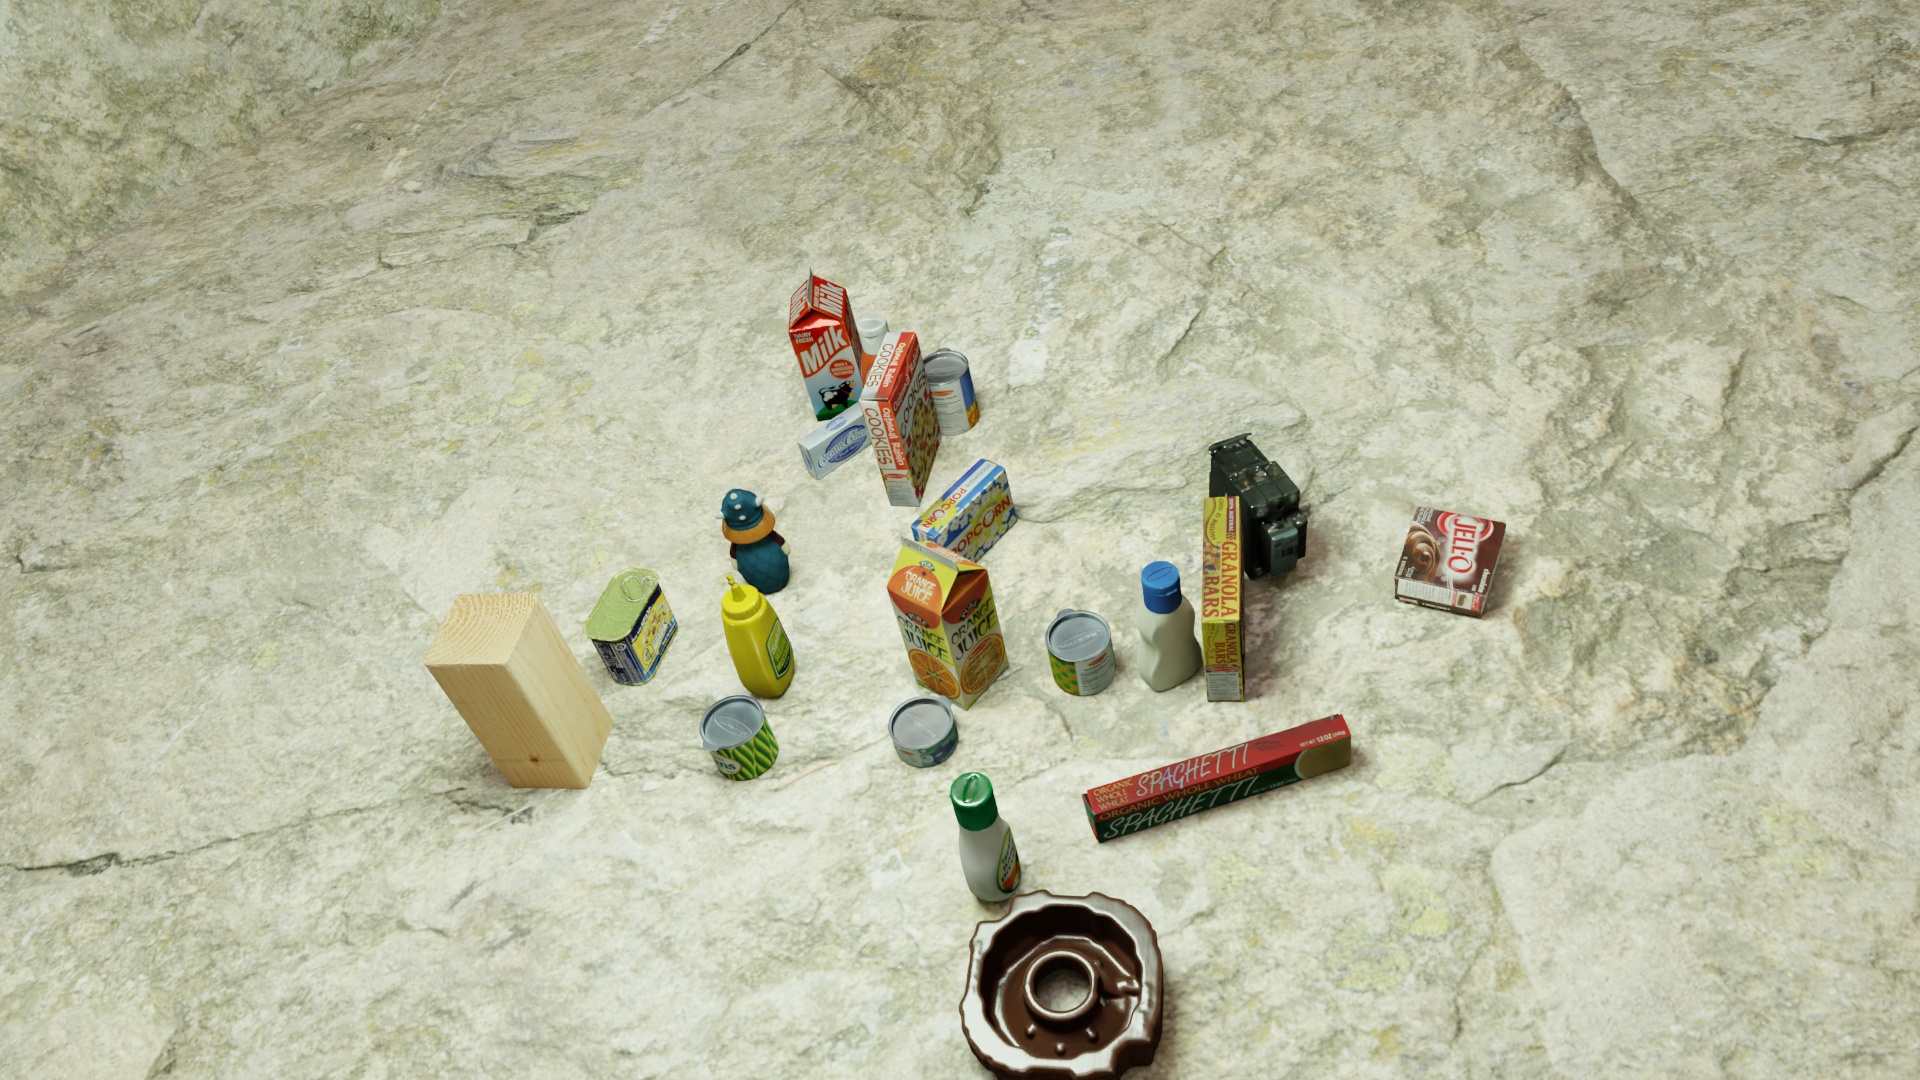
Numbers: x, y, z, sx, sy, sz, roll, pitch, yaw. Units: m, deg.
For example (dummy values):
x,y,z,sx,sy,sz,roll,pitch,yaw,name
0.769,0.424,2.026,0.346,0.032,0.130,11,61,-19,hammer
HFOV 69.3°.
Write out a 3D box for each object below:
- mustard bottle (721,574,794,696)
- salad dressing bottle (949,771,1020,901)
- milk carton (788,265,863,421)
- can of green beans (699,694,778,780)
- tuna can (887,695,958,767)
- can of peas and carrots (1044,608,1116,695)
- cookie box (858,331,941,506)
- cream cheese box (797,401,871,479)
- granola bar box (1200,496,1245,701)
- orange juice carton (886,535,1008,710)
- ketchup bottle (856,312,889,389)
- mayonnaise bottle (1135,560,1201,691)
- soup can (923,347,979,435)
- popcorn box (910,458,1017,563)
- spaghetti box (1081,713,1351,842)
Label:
x,y,z,sx,sy,sz,roll,pitch,yaw,name
-0.213,0.093,1.424,0.049,0.159,0.066,2,46,15,mustard bottle
0.021,0.259,1.212,0.044,0.147,0.064,6,48,19,salad dressing bottle
-0.165,-0.245,1.728,0.073,0.189,0.073,-9,45,6,milk carton
-0.222,0.198,1.395,0.071,0.057,0.071,-7,45,7,can of green beans
-0.035,0.188,1.378,0.071,0.032,0.071,-7,45,7,tuna can
0.120,0.112,1.397,0.071,0.058,0.071,-7,45,7,can of peas and carrots
-0.066,-0.141,1.617,0.040,0.166,0.123,2,47,16,cookie box
-0.147,-0.124,1.700,0.104,0.053,0.024,-36,48,-21,cream cheese box
0.261,0.057,1.371,0.039,0.123,0.166,-2,46,13,granola bar box
-0.014,0.073,1.373,0.072,0.191,0.073,26,57,33,orange juice carton
-0.094,-0.211,1.706,0.065,0.148,0.044,1,46,14,ketchup bottle
0.199,0.081,1.345,0.065,0.147,0.041,-28,46,-13,mayonnaise bottle
-0.015,-0.183,1.705,0.071,0.083,0.072,-7,45,7,soup can
0.005,-0.019,1.537,0.038,0.084,0.127,26,56,33,popcorn box
0.235,0.217,1.270,0.250,0.050,0.029,-17,44,-3,spaghetti box
